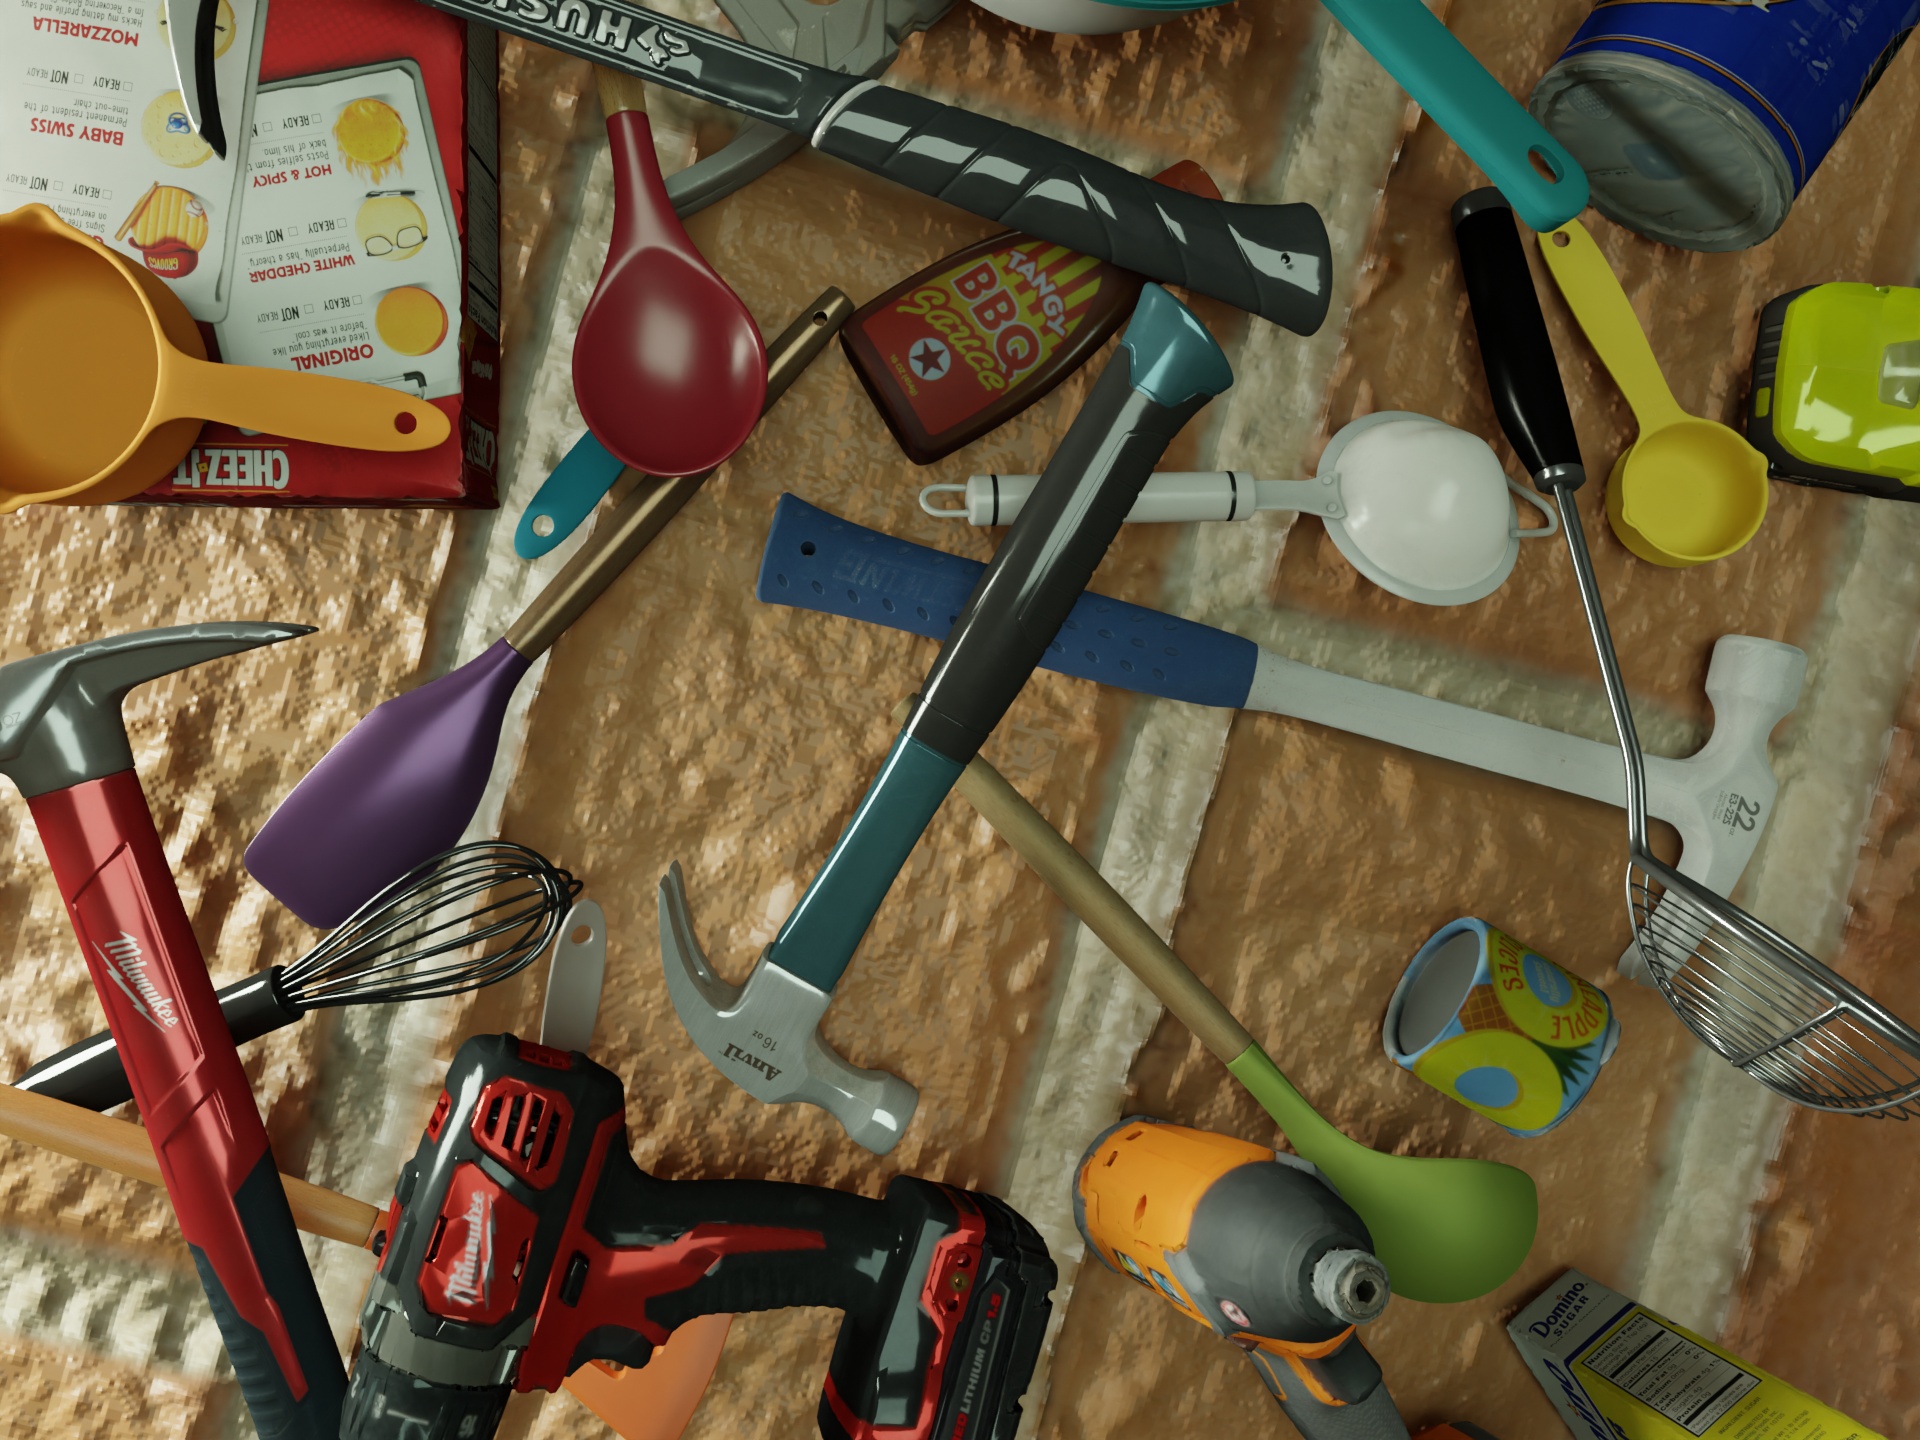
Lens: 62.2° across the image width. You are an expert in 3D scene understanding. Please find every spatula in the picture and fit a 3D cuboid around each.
[{"bbox_3d":[-0.150,-0.045,0.607,0.059,0.018,0.316,42,90,-7],"label":"spatula"},{"bbox_3d":[-0.241,0.182,0.585,0.322,0.041,0.081,23,90,-13],"label":"spatula"}]

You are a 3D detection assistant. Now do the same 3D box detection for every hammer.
[{"bbox_3d":[-0.239,0.159,0.553,0.143,0.038,0.386,-17,98,-6],"label":"hammer"},{"bbox_3d":[-0.001,-0.002,0.580,0.128,0.033,0.331,30,101,-6],"label":"hammer"},{"bbox_3d":[-0.165,-0.366,0.588,0.149,0.037,0.359,-39,94,-2],"label":"hammer"},{"bbox_3d":[0.121,-0.009,0.618,0.405,0.035,0.144,15,90,-4],"label":"hammer"},{"bbox_3d":[-0.060,-0.209,0.542,0.408,0.036,0.149,16,91,-11],"label":"hammer"}]

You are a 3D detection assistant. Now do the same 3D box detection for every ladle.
[{"bbox_3d":[-0.125,-0.240,0.566,0.069,0.031,0.315,-11,91,-7],"label":"ladle"},{"bbox_3d":[0.094,0.102,0.618,0.320,0.062,0.078,46,133,4],"label":"ladle"}]

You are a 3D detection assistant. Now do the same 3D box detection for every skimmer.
[{"bbox_3d":[0.258,-0.040,0.563,0.090,0.127,0.363,-18,72,29],"label":"skimmer"}]

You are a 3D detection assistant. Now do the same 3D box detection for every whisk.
[{"bbox_3d":[-0.252,0.104,0.591,0.239,0.055,0.055,-23,93,2],"label":"whisk"}]

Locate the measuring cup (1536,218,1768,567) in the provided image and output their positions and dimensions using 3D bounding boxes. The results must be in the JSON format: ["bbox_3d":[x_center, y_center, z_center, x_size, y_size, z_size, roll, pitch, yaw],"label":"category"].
[{"bbox_3d":[0.264,-0.133,0.634,0.062,0.029,0.156,-23,81,-3],"label":"measuring cup"}]

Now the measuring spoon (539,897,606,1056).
[{"bbox_3d":[-0.152,0.122,0.600,0.034,0.018,0.124,3,107,-33],"label":"measuring spoon"}]

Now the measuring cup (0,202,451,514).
[{"bbox_3d":[-0.247,-0.106,0.514,0.173,0.052,0.095,9,93,-5],"label":"measuring cup"}]

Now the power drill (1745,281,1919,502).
[{"bbox_3d":[0.378,-0.127,0.537,0.171,0.223,0.080,6,91,-4],"label":"power drill"}]

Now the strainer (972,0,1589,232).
[{"bbox_3d":[0.082,-0.286,0.575,0.340,0.095,0.211,41,71,-9],"label":"strainer"}]

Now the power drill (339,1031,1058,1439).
[{"bbox_3d":[-0.098,0.226,0.556,0.226,0.080,0.188,19,82,-15],"label":"power drill"}]

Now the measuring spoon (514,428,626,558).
[{"bbox_3d":[-0.129,-0.113,0.604,0.042,0.021,0.128,38,88,-4],"label":"measuring spoon"}]

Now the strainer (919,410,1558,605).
[{"bbox_3d":[0.113,-0.085,0.601,0.258,0.050,0.087,-2,67,-7],"label":"strainer"}]

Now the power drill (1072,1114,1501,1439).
[{"bbox_3d":[0.145,0.245,0.563,0.084,0.164,0.226,-39,96,-18],"label":"power drill"}]
